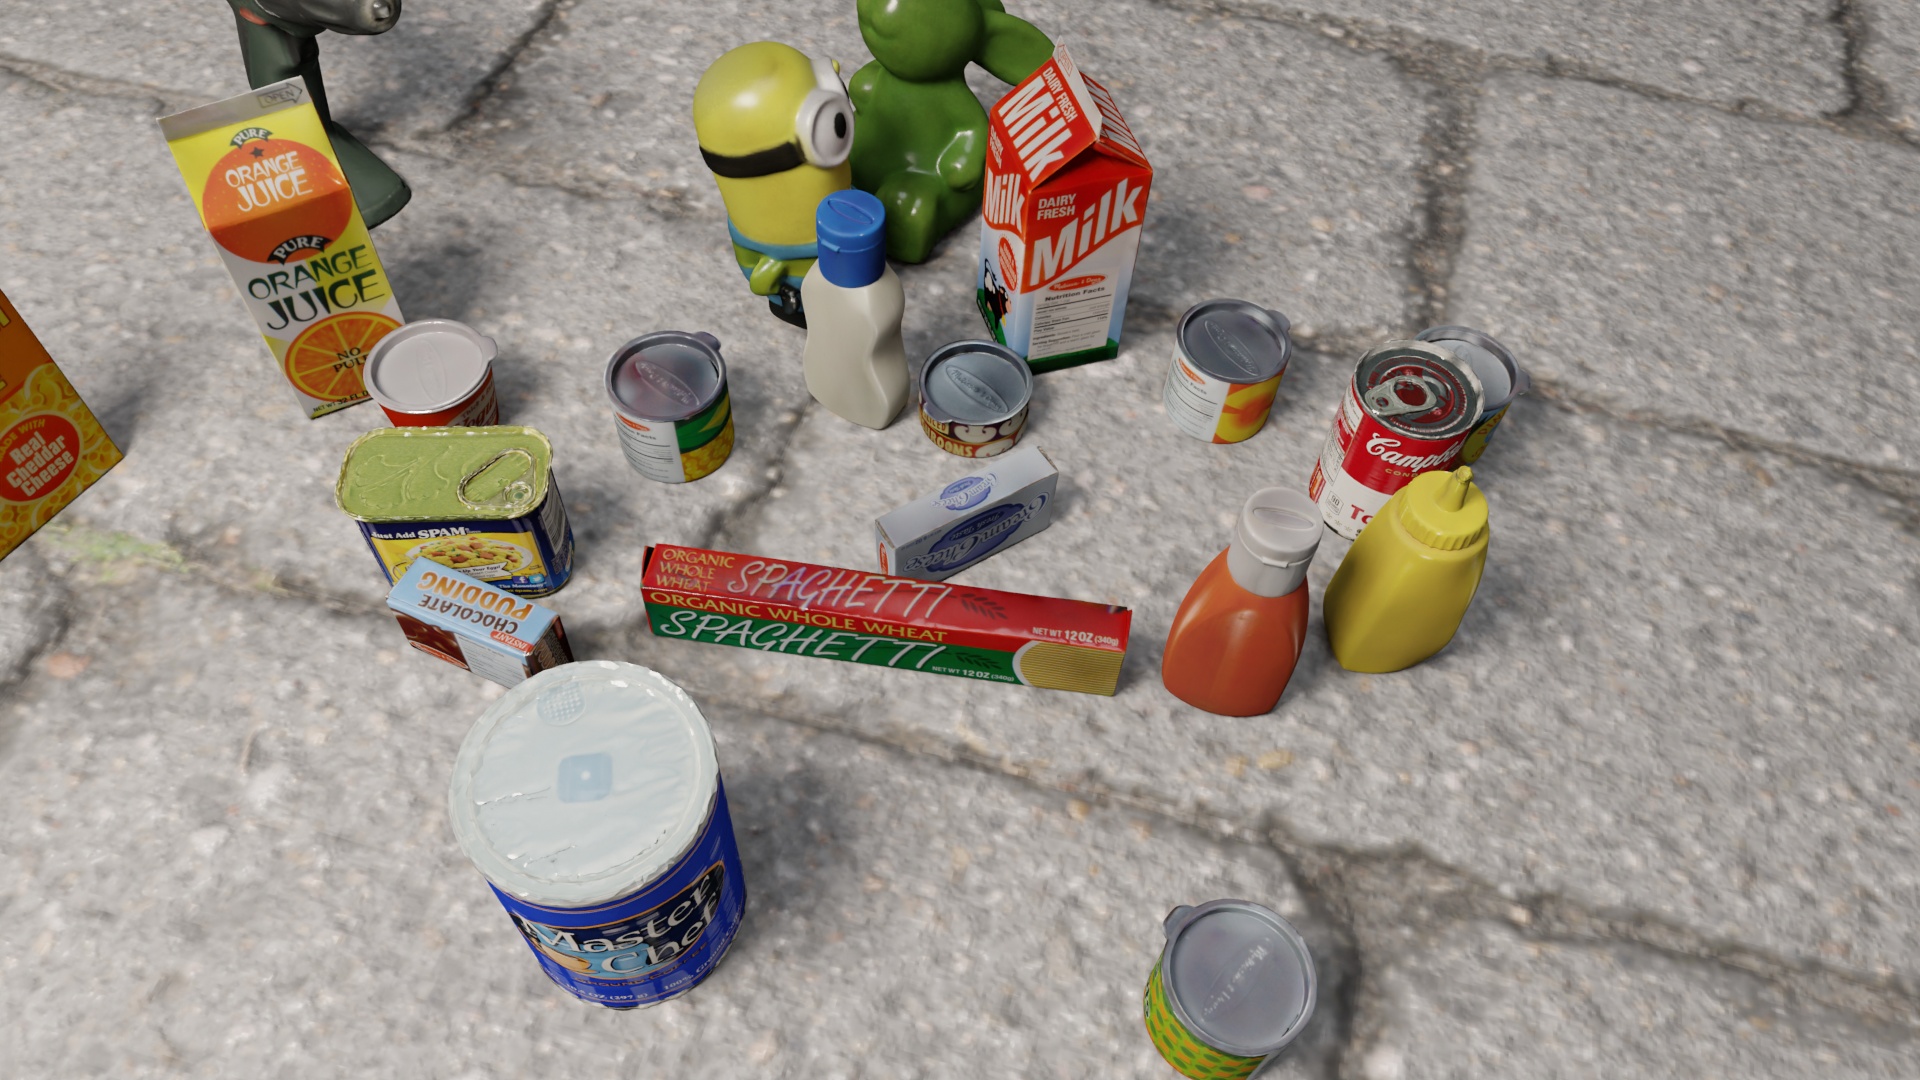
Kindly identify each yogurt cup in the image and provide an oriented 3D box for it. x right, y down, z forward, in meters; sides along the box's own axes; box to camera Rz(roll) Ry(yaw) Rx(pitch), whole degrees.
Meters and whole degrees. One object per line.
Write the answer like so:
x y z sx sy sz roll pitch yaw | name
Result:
-0.295 -0.083 0.785 0.072 0.053 0.073 2 55 -2 | yogurt cup

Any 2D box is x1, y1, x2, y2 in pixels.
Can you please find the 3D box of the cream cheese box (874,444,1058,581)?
0.003 -0.009 0.750 0.104 0.053 0.024 -26 61 -20 | cream cheese box

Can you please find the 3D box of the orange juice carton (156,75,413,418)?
-0.358 -0.161 0.751 0.072 0.191 0.073 -23 60 -18 | orange juice carton

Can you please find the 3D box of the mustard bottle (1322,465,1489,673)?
0.226 0.010 0.685 0.065 0.159 0.049 -6 56 -7 | mustard bottle

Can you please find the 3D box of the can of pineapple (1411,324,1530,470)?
0.287 -0.082 0.814 0.071 0.057 0.071 2 55 -2 | can of pineapple

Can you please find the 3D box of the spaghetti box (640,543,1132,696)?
-0.040 0.041 0.715 0.250 0.050 0.029 8 55 2 | spaghetti box

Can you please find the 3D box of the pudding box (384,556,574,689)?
-0.242 0.045 0.701 0.084 0.049 0.030 20 57 11 | pudding box

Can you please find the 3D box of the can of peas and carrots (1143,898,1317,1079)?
0.114 0.197 0.609 0.071 0.058 0.071 2 55 -2 | can of peas and carrots

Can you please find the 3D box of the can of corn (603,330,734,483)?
-0.161 -0.076 0.785 0.071 0.058 0.071 2 55 -2 | can of corn

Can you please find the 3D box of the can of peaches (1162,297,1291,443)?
0.158 -0.100 0.820 0.071 0.057 0.071 2 55 -2 | can of peaches

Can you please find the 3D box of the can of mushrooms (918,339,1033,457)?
0.007 -0.082 0.813 0.071 0.033 0.071 2 55 -2 | can of mushrooms

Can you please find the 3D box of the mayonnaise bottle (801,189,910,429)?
-0.059 -0.127 0.771 0.065 0.147 0.041 30 59 16 | mayonnaise bottle

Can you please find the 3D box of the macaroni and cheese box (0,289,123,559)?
-0.511 -0.059 0.687 0.040 0.165 0.124 26 58 14 | macaroni and cheese box

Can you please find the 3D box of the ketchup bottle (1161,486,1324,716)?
0.139 0.032 0.671 0.065 0.148 0.044 13 56 6 | ketchup bottle

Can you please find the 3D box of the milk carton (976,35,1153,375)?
0.057 -0.186 0.793 0.073 0.189 0.072 -13 57 -11 | milk carton
